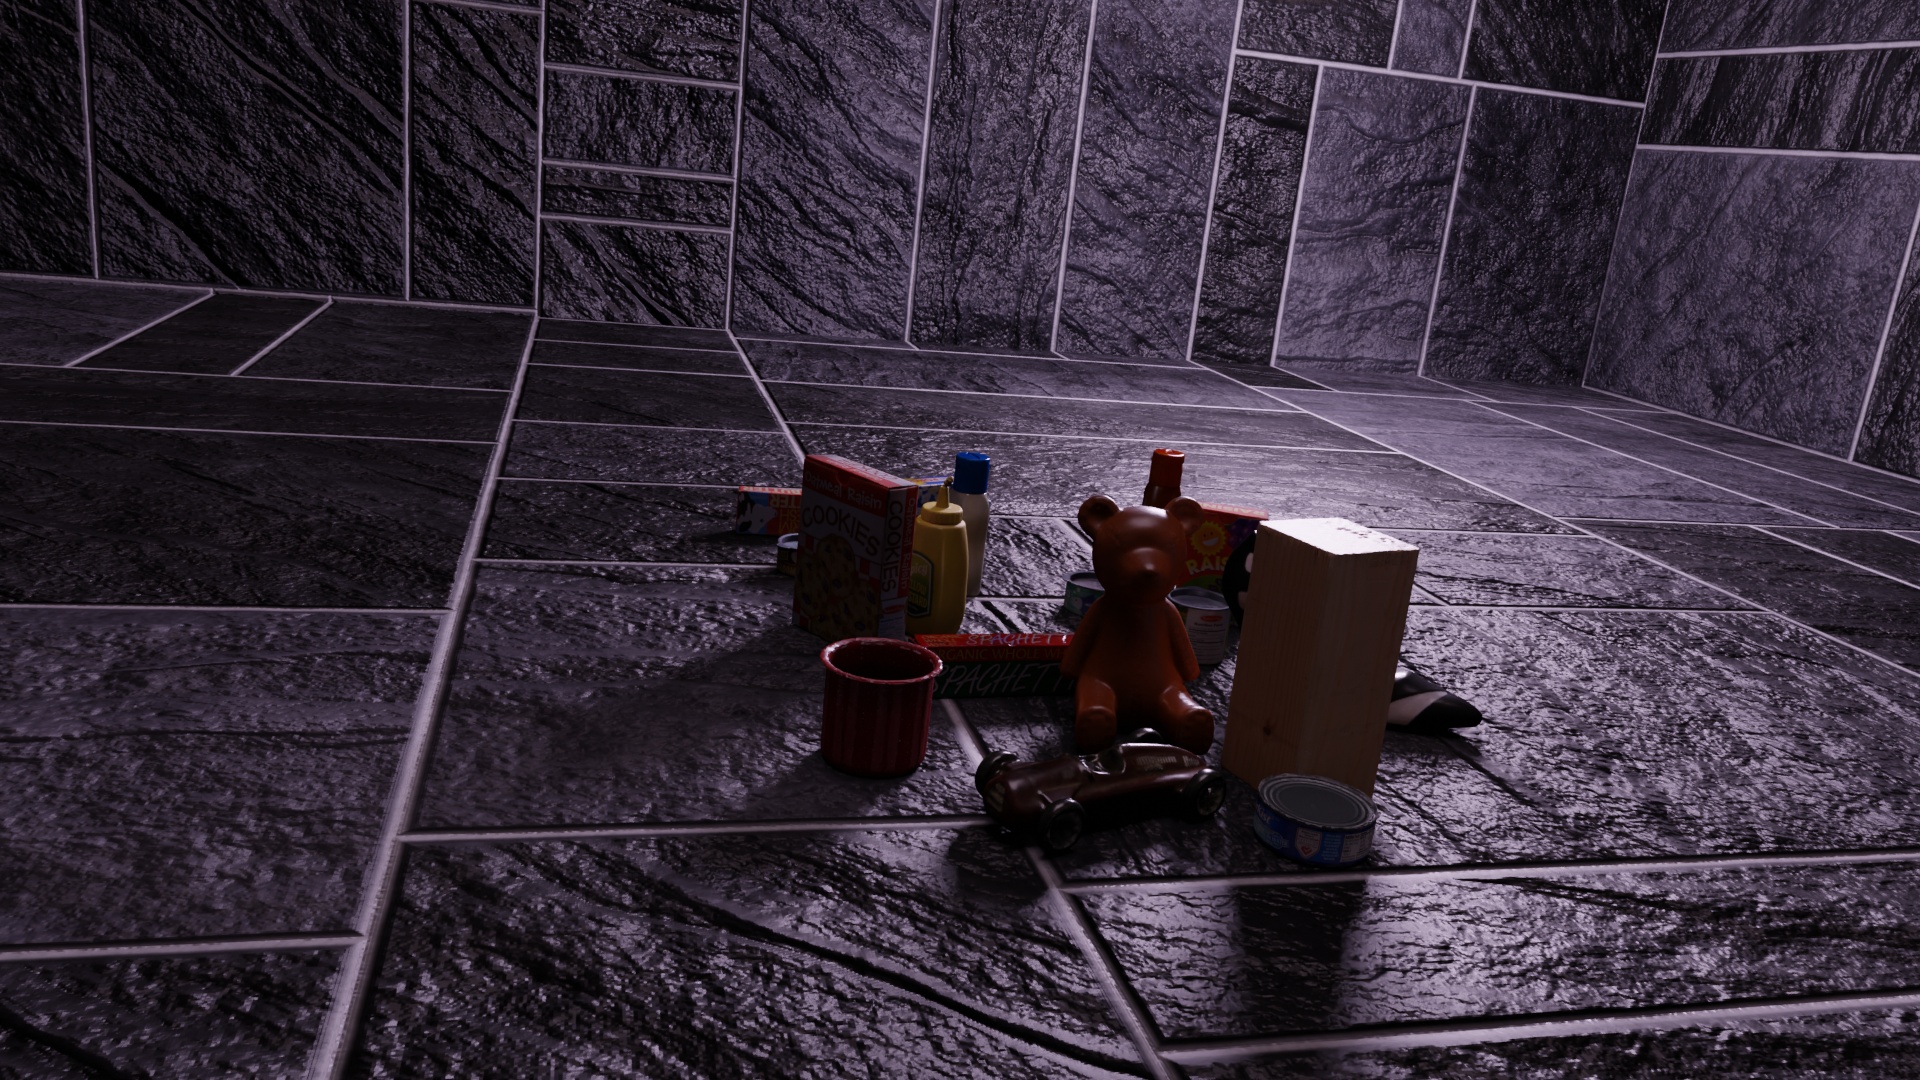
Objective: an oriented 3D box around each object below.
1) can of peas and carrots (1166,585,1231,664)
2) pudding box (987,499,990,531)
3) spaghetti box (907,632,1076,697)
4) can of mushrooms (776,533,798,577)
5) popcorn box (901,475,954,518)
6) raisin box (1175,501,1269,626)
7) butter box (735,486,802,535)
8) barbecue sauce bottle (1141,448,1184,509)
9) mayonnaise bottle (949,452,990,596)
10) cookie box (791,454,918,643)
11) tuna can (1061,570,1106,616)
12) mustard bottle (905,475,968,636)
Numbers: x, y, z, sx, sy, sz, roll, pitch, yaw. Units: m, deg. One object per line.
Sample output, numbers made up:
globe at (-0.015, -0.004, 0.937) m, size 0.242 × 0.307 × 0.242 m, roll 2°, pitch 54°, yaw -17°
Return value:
can of peas and carrots at (0.231, 0.083, 1.369) m, size 0.071 × 0.058 × 0.071 m, roll 6°, pitch 16°, yaw -1°
pudding box at (-0.007, -0.028, 1.686) m, size 0.084 × 0.049 × 0.030 m, roll -2°, pitch 17°, yaw -26°
spaghetti box at (0.074, 0.110, 1.233) m, size 0.250 × 0.050 × 0.029 m, roll 1°, pitch 16°, yaw -19°
can of mushrooms at (-0.167, 0.016, 1.498) m, size 0.071 × 0.033 × 0.071 m, roll 6°, pitch 16°, yaw -1°
popcorn box at (-0.039, -0.029, 1.612) m, size 0.127 × 0.085 × 0.038 m, roll -6°, pitch 19°, yaw -36°
raisin box at (0.275, 0.025, 1.471) m, size 0.086 × 0.123 × 0.040 m, roll 9°, pitch 16°, yaw 11°
butter box at (-0.209, -0.033, 1.620) m, size 0.103 × 0.053 × 0.024 m, roll 3°, pitch 16°, yaw -12°
barbecue sauce bottle at (0.230, -0.030, 1.601) m, size 0.044 × 0.148 × 0.065 m, roll 10°, pitch 16°, yaw 14°
mayonnaise bottle at (0.005, -0.019, 1.477) m, size 0.041 × 0.147 × 0.065 m, roll 0°, pitch 17°, yaw -22°
cookie box at (-0.100, 0.014, 1.286) m, size 0.040 × 0.167 × 0.123 m, roll -9°, pitch 22°, yaw -44°
tuna can at (0.141, 0.057, 1.473) m, size 0.071 × 0.032 × 0.071 m, roll 6°, pitch 16°, yaw -1°
mustard bottle at (-0.023, 0.015, 1.326) m, size 0.049 × 0.159 × 0.065 m, roll -9°, pitch 21°, yaw -43°
